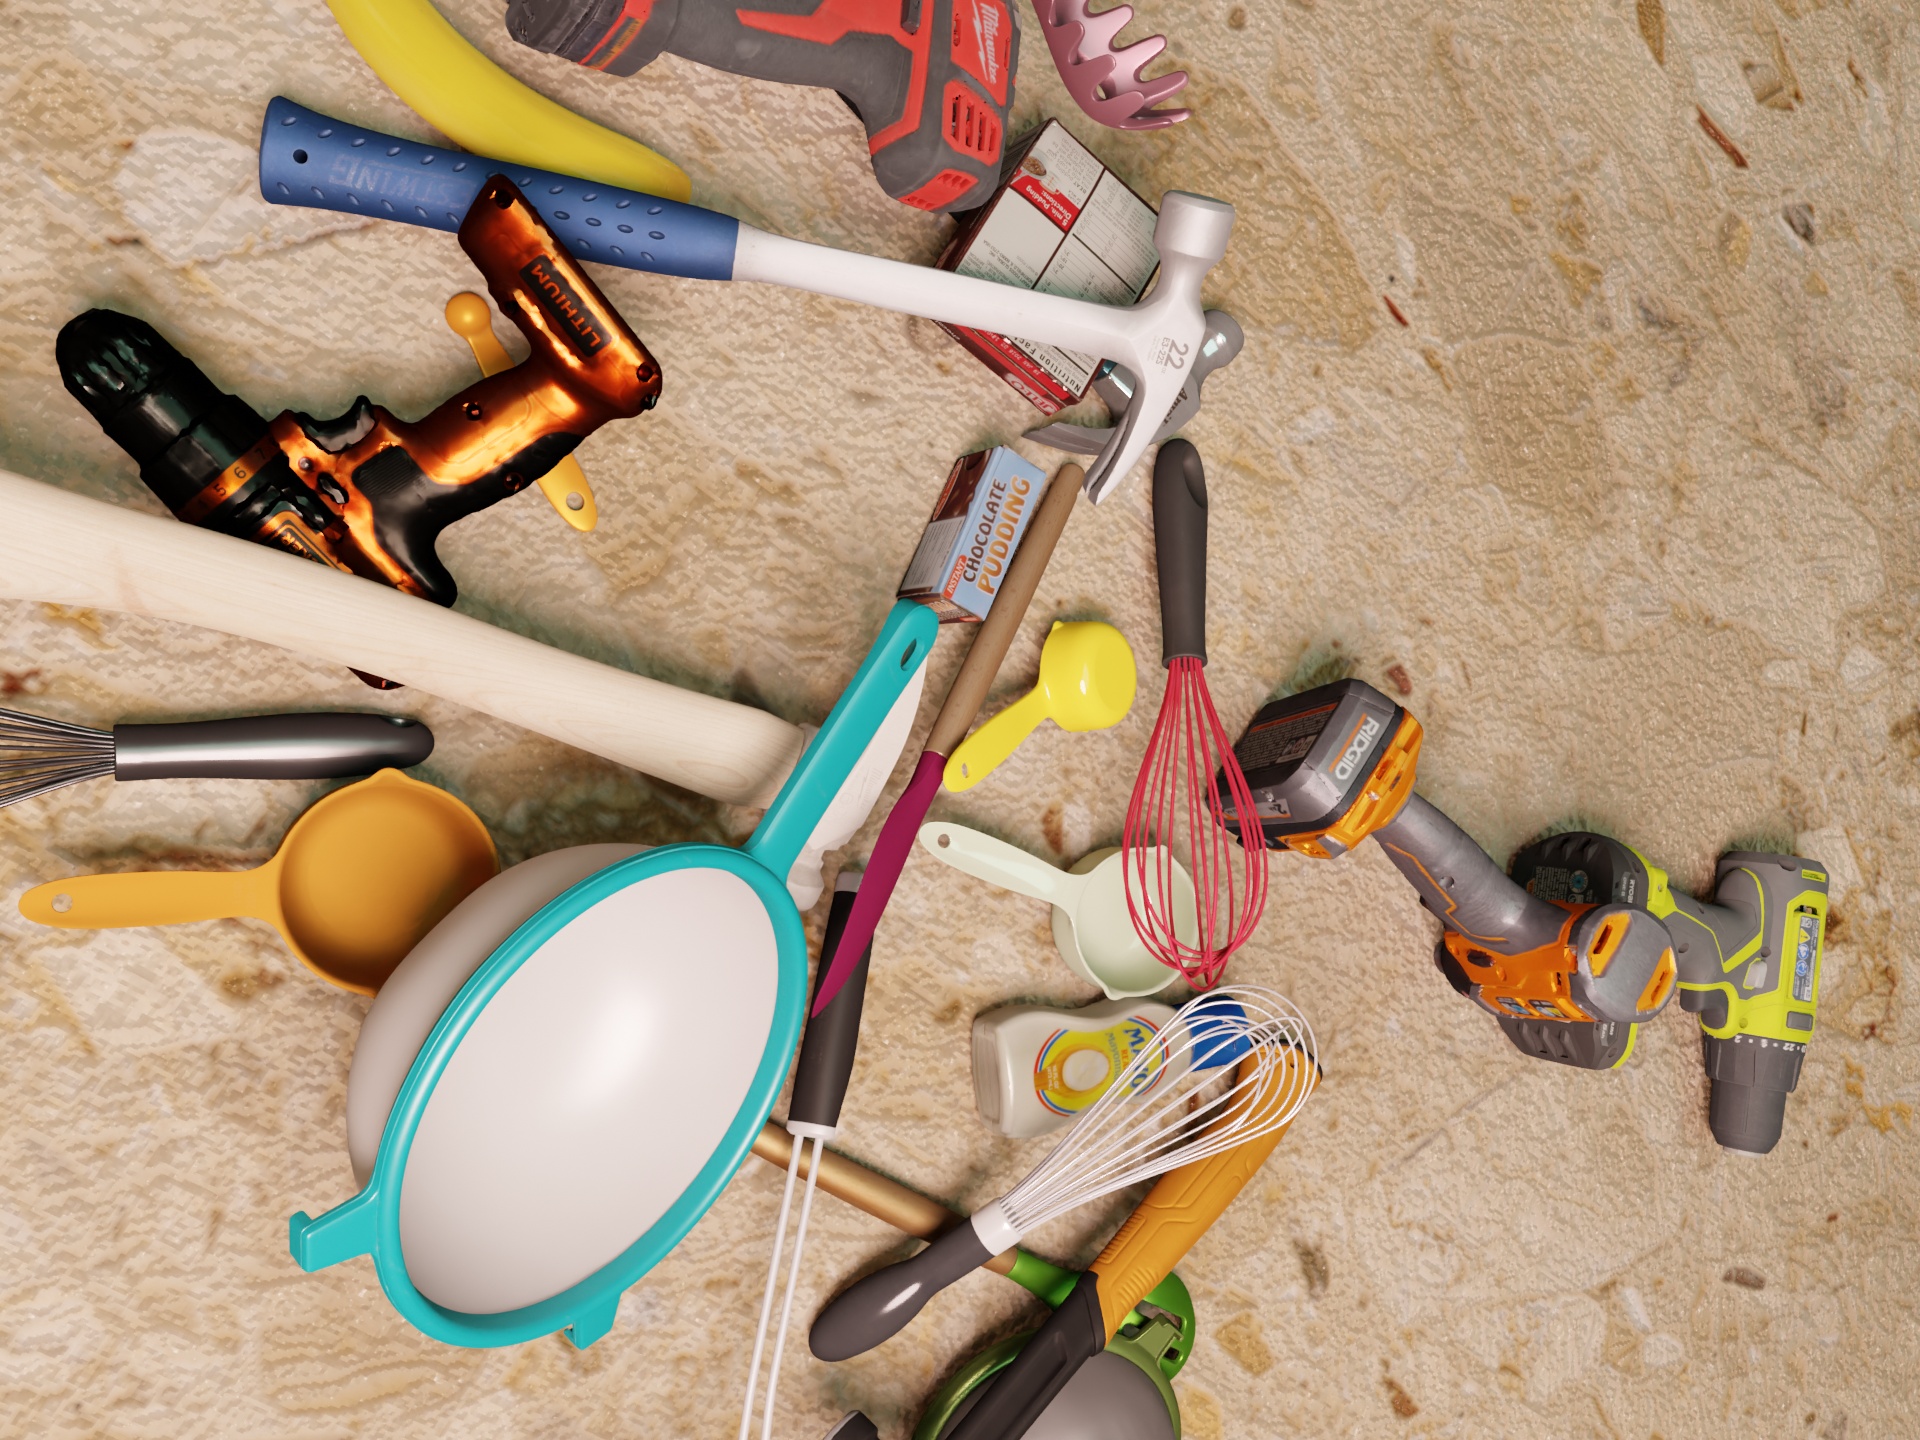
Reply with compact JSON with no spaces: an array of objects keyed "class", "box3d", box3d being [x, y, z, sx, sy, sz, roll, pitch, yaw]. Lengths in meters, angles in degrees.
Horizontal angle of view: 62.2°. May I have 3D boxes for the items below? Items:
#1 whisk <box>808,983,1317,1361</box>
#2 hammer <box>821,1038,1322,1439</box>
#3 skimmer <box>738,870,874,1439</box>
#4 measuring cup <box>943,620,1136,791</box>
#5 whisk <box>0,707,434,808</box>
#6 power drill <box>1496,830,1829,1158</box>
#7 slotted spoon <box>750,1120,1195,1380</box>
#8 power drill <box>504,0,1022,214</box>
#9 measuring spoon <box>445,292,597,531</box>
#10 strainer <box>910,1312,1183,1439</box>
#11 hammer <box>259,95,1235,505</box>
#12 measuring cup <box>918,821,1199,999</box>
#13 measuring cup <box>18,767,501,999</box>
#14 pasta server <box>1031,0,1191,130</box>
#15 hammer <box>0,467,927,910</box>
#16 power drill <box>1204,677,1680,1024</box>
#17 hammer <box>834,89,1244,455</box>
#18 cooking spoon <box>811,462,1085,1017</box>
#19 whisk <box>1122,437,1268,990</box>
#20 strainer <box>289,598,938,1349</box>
[{"class":"whisk","box3d":[0.044,0.220,0.744,0.284,0.070,0.070,-36,106,7]},{"class":"hammer","box3d":[0.085,0.278,0.777,0.127,0.034,0.337,39,54,17]},{"class":"skimmer","box3d":[-0.083,0.235,0.685,0.127,0.090,0.363,6,71,13]},{"class":"measuring cup","box3d":[0.042,-0.003,0.774,0.156,0.029,0.062,-38,117,-49]},{"class":"whisk","box3d":[-0.329,0.013,0.622,0.239,0.055,0.055,-2,90,-29]},{"class":"power drill","box3d":[0.440,0.166,0.977,0.228,0.080,0.190,12,84,-28]},{"class":"slotted spoon","box3d":[0.003,0.261,0.791,0.313,0.031,0.070,33,81,-20]},{"class":"power drill","box3d":[-0.070,-0.343,0.696,0.226,0.080,0.188,9,82,-32]},{"class":"measuring spoon","box3d":[-0.193,-0.137,0.707,0.021,0.011,0.117,-33,103,-22]},{"class":"strainer","box3d":[0.002,0.378,0.755,0.256,0.069,0.151,1,100,-20]},{"class":"hammer","box3d":[-0.089,-0.197,0.695,0.405,0.035,0.144,9,113,-12]},{"class":"measuring cup","box3d":[0.045,0.085,0.808,0.167,0.038,0.083,25,79,-22]},{"class":"measuring cup","box3d":[-0.278,0.067,0.643,0.173,0.052,0.095,-1,90,-24]},{"class":"pasta server","box3d":[0.006,-0.397,0.696,0.316,0.040,0.060,59,41,-11]},{"class":"hammer","box3d":[-0.202,-0.035,0.630,0.410,0.038,0.146,20,104,-32]},{"class":"power drill","box3d":[0.247,0.081,0.853,0.226,0.164,0.084,38,74,-8]},{"class":"hammer","box3d":[0.004,-0.265,0.793,0.330,0.033,0.128,45,71,-18]},{"class":"cooking spoon","box3d":[-0.001,-0.002,0.757,0.017,0.068,0.319,24,63,3]},{"class":"whisk","box3d":[0.114,-0.011,0.805,0.073,0.073,0.296,11,68,-25]},{"class":"strainer","box3d":[-0.131,0.078,0.651,0.340,0.095,0.210,-58,148,-15]}]
